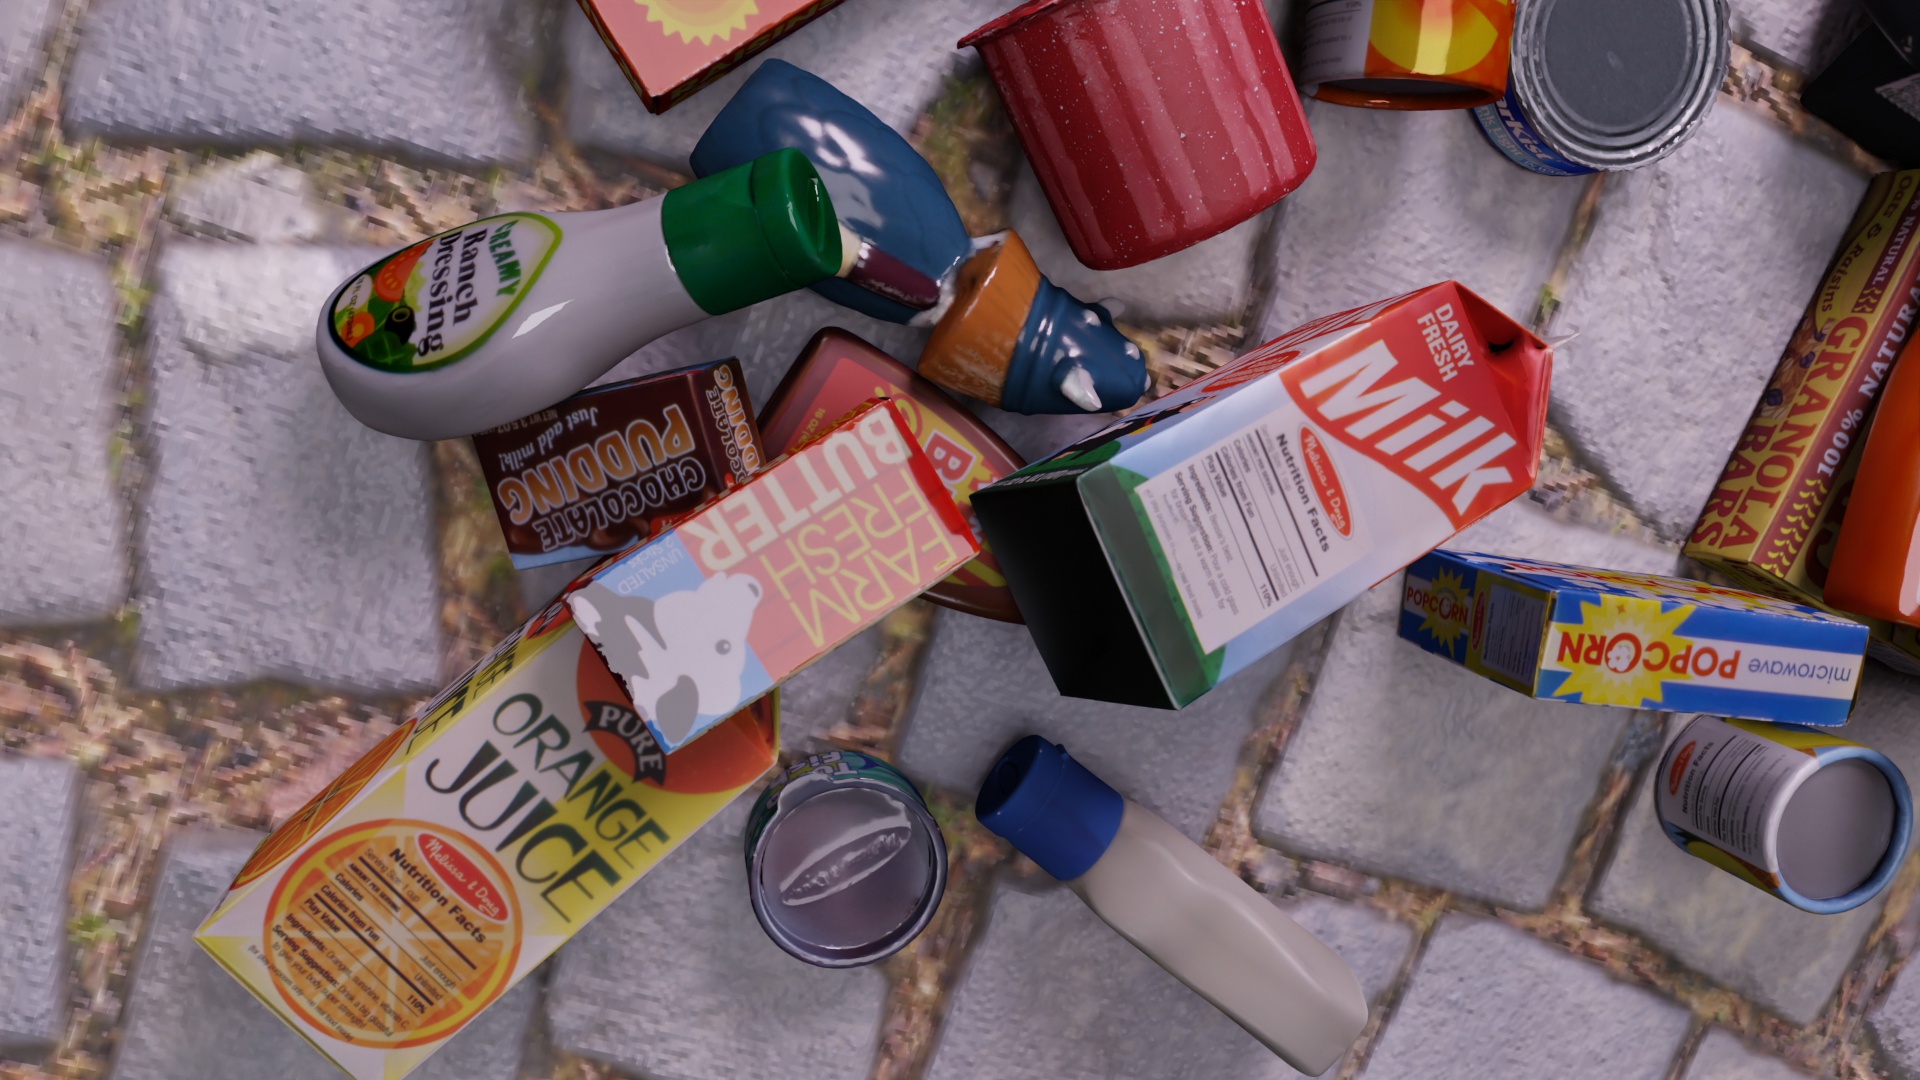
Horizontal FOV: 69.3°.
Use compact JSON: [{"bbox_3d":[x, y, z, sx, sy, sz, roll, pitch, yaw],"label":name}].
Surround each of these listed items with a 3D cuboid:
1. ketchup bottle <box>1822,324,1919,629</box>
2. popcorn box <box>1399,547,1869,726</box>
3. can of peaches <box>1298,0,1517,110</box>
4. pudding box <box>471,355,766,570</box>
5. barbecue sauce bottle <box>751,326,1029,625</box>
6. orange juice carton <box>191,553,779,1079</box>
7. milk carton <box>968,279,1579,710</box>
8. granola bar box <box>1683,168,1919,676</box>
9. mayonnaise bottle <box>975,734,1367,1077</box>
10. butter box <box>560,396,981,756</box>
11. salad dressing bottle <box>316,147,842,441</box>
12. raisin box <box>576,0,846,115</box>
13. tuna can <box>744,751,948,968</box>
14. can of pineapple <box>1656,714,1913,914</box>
[{"bbox_3d":[0.351,-0.042,0.487,0.065,0.043,0.148,10,95,-24],"label":"ketchup bottle"},{"bbox_3d":[0.235,0.033,0.492,0.127,0.085,0.038,7,98,-14],"label":"popcorn box"},{"bbox_3d":[0.148,-0.173,0.450,0.071,0.071,0.058,3,99,-13],"label":"can of peaches"},{"bbox_3d":[-0.101,-0.022,0.418,0.083,0.030,0.049,-8,103,24],"label":"pudding box"},{"bbox_3d":[0.002,-0.006,0.456,0.148,0.044,0.065,32,94,-16],"label":"barbecue sauce bottle"},{"bbox_3d":[-0.123,0.067,0.425,0.193,0.072,0.073,-40,105,-4],"label":"orange juice carton"},{"bbox_3d":[0.107,-0.024,0.439,0.191,0.072,0.073,-28,99,-22],"label":"milk carton"},{"bbox_3d":[0.374,-0.041,0.536,0.124,0.039,0.165,25,92,-15],"label":"granola bar box"},{"bbox_3d":[0.072,0.124,0.485,0.148,0.065,0.041,38,93,-11],"label":"mayonnaise bottle"},{"bbox_3d":[-0.051,0.008,0.382,0.103,0.024,0.053,-33,101,-8],"label":"butter box"},{"bbox_3d":[-0.107,-0.071,0.392,0.147,0.064,0.044,-15,146,14],"label":"salad dressing bottle"},{"bbox_3d":[-0.064,-0.197,0.414,0.123,0.040,0.086,-34,105,-7],"label":"raisin box"},{"bbox_3d":[-0.041,0.105,0.469,0.071,0.033,0.071,-2,99,-12],"label":"tuna can"},{"bbox_3d":[0.318,0.103,0.536,0.071,0.058,0.071,-2,99,-12],"label":"can of pineapple"}]
